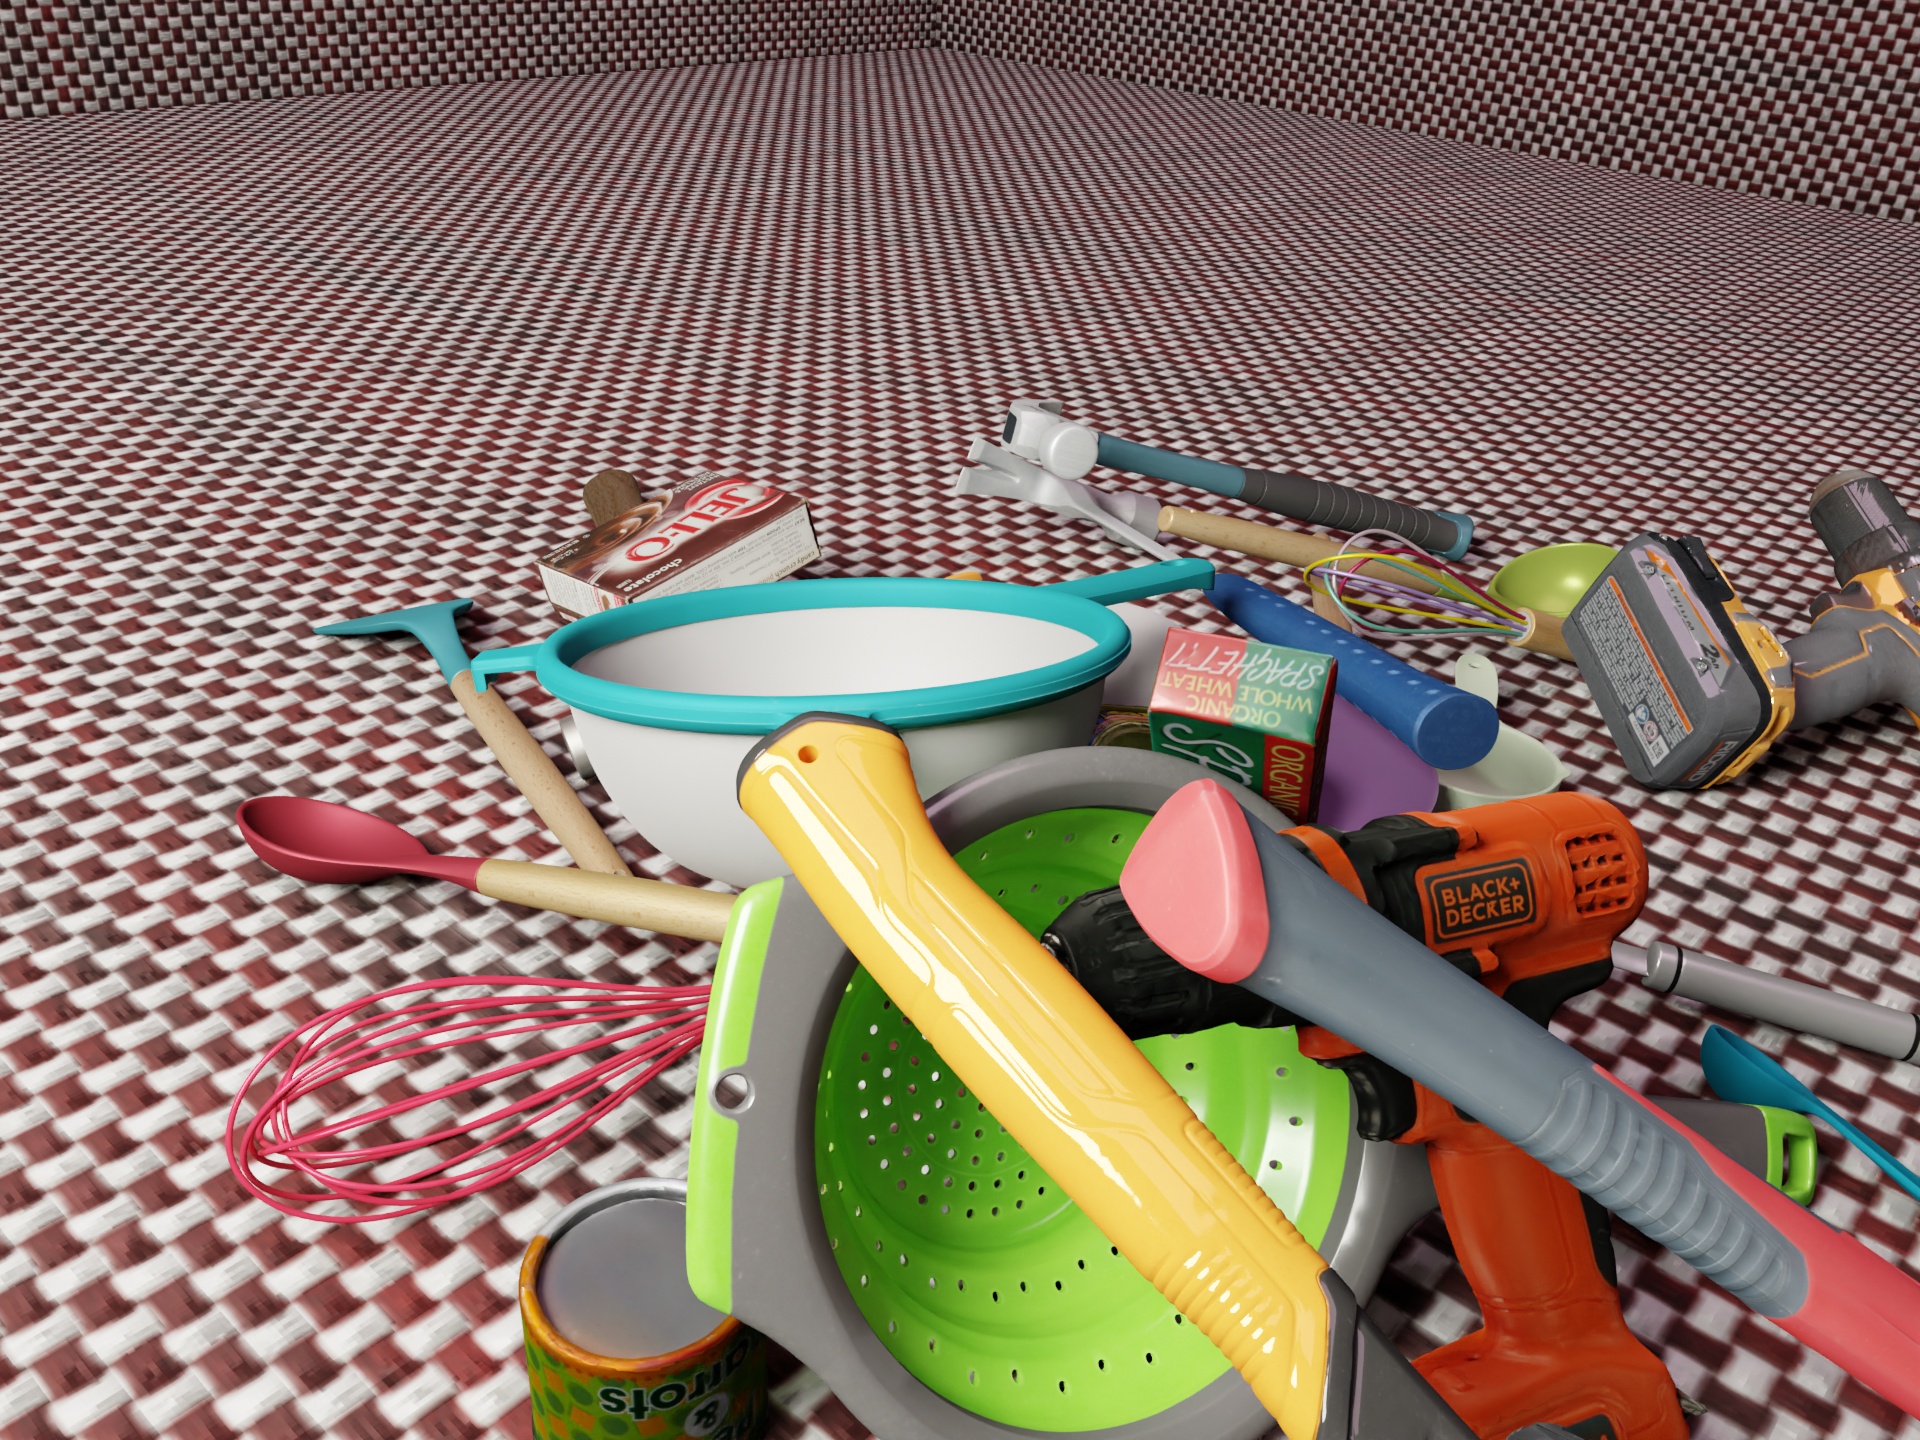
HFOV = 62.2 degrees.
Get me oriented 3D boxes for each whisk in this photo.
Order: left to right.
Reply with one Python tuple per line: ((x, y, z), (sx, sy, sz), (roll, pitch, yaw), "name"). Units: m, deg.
((-0.100, 0.105, 0.557), (0.295, 0.073, 0.073), (-11, 33, -34), "whisk")
((0.281, -0.054, 0.836), (0.244, 0.047, 0.051), (11, 41, -28), "whisk")

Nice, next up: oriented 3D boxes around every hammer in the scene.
((-0.167, -0.075, 0.867), (0.130, 0.031, 0.332), (-22, 31, -9), "hammer")
((0.125, -0.071, 0.818), (0.144, 0.035, 0.406), (15, 16, -27), "hammer")
((0.052, 0.120, 0.329), (0.127, 0.034, 0.337), (-33, 61, -22), "hammer")
((0.176, -0.141, 0.959), (0.330, 0.033, 0.128), (9, 17, -23), "hammer")
((0.208, 0.126, 0.397), (0.386, 0.038, 0.143), (35, 33, -5), "hammer")

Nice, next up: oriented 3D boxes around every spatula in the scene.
((-0.222, 0.004, 0.754), (0.082, 0.044, 0.318), (-16, 40, -32), "spatula")
((0.193, -0.027, 0.797), (0.060, 0.018, 0.316), (-4, 29, 10), "spatula")

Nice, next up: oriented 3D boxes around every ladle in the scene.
((-0.155, 0.060, 0.591), (0.315, 0.031, 0.069), (6, 4, 30), "ladle")
((0.241, -0.091, 0.860), (0.320, 0.062, 0.078), (8, 19, -30), "ladle")

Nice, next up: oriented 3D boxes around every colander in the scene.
((0.100, 0.125, 0.506), (0.397, 0.204, 0.094), (10, -9, -22), "colander")

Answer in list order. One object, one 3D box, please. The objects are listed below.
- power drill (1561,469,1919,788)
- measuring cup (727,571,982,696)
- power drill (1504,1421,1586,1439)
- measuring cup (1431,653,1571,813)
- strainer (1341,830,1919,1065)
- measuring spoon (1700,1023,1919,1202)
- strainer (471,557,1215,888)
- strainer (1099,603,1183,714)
((0.434, -0.054, 0.825), (0.226, 0.084, 0.186), (-3, 57, -15), "power drill")
((-0.048, -0.016, 0.717), (0.173, 0.095, 0.052), (-30, 48, -20), "measuring cup")
((0.186, 0.250, 0.302), (0.220, 0.078, 0.143), (24, 58, 21), "power drill")
((0.250, 0.013, 0.783), (0.083, 0.038, 0.168), (11, 27, 13), "measuring cup")
((0.269, 0.098, 0.632), (0.258, 0.050, 0.087), (16, 49, 8), "strainer")
((0.313, 0.157, 0.558), (0.042, 0.021, 0.129), (17, 22, -48), "measuring spoon")
((-0.001, -0.002, 0.628), (0.211, 0.095, 0.340), (12, 19, 40), "strainer")
((0.020, -0.023, 0.780), (0.256, 0.069, 0.152), (3, 30, -4), "strainer")
